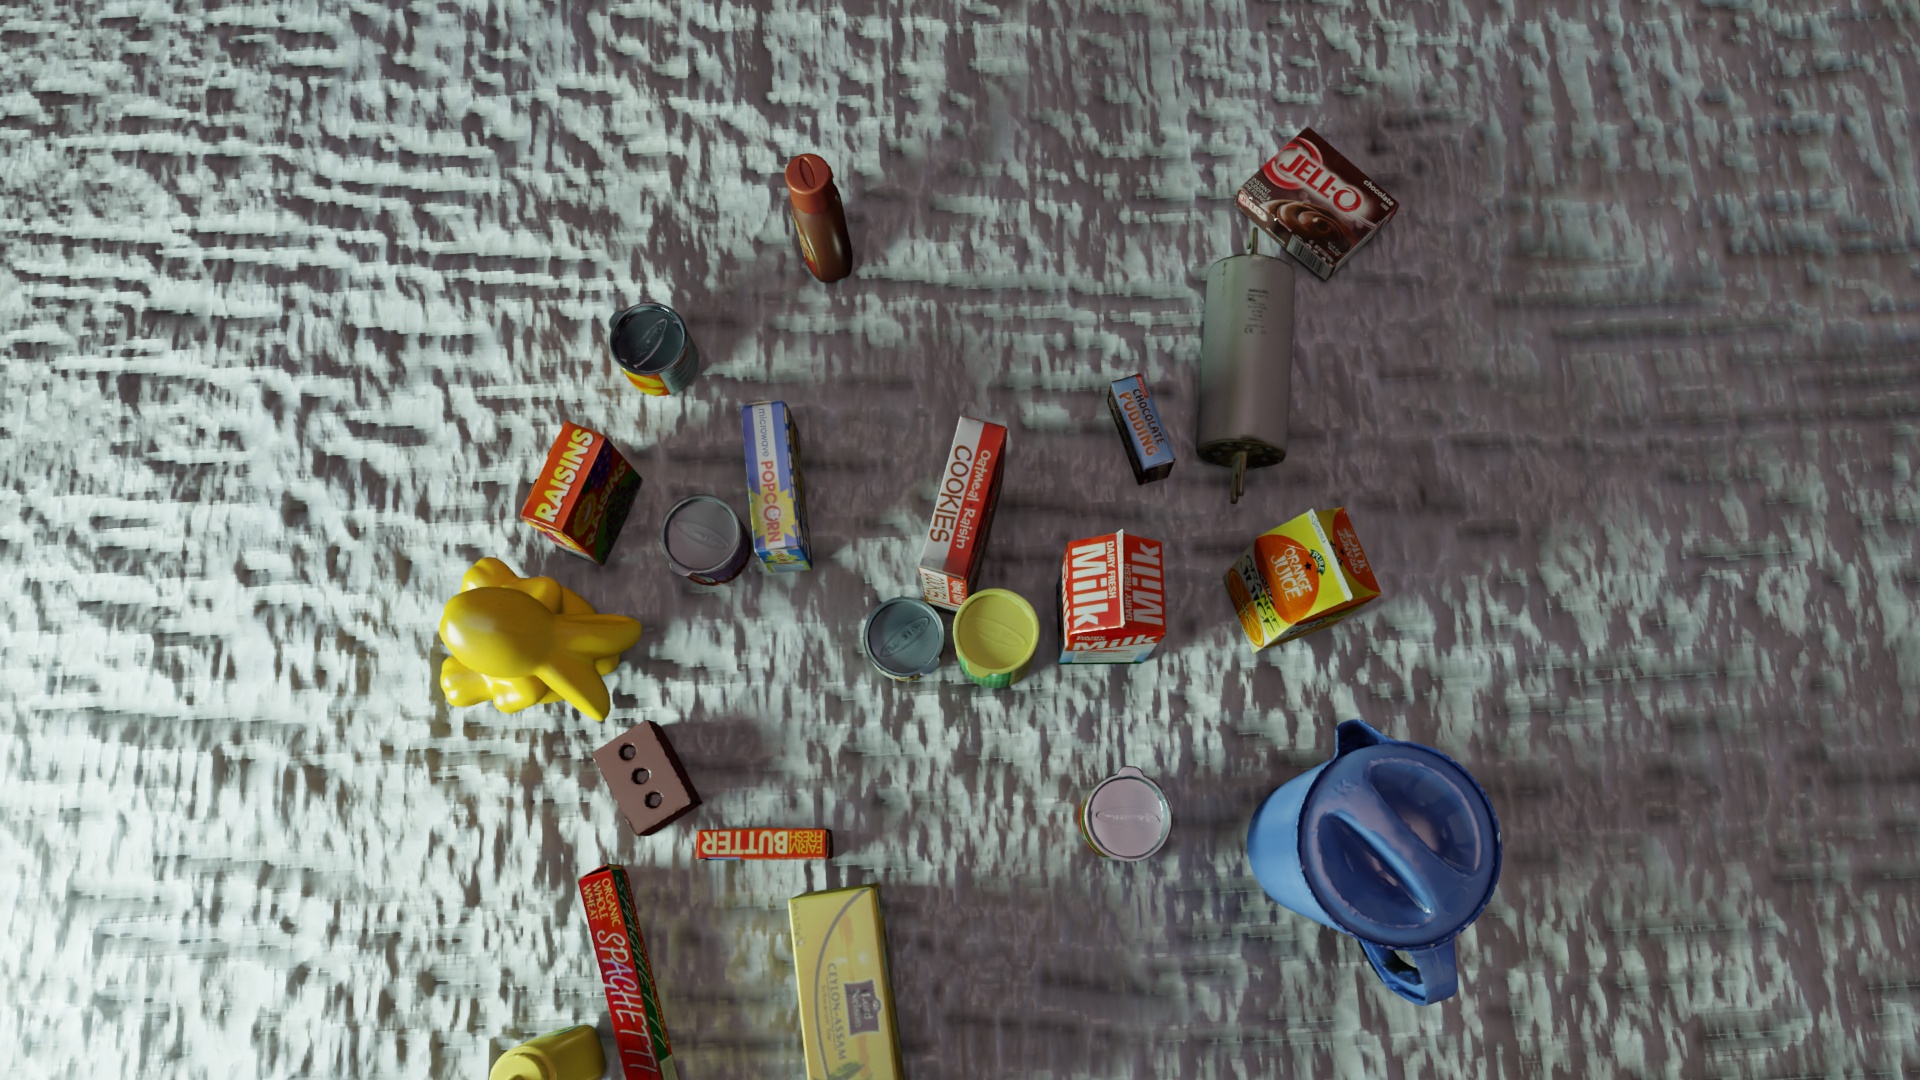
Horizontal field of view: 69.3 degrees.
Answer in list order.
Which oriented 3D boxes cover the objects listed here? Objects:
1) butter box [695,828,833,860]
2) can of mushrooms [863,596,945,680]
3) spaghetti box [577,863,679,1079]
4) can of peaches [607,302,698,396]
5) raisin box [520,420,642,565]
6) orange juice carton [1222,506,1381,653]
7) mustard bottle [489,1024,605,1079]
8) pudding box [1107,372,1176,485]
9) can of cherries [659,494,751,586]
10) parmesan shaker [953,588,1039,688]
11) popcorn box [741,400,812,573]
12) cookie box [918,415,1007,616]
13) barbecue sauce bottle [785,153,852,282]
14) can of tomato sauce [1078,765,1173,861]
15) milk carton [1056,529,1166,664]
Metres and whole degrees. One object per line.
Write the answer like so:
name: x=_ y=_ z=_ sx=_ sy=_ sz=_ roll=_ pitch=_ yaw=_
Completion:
butter box: x=-0.153 y=0.240 z=1.097 sx=0.103 sy=0.053 sz=0.024 roll=0 pitch=77 yaw=0
can of mushrooms: x=-0.044 y=0.083 z=1.145 sx=0.071 sy=0.033 sz=0.071 roll=0 pitch=76 yaw=0
spaghetti box: x=-0.246 y=0.374 z=1.066 sx=0.029 sy=0.050 sz=0.250 roll=-17 pitch=77 yaw=-4
can of peaches: x=-0.265 y=-0.165 z=1.195 sx=0.071 sy=0.058 sz=0.071 roll=0 pitch=76 yaw=0
raisin box: x=-0.306 y=-0.037 z=1.130 sx=0.040 sy=0.123 sz=0.086 roll=21 pitch=78 yaw=5
orange juice carton: x=0.264 y=0.030 z=1.074 sx=0.073 sy=0.192 sz=0.072 roll=-19 pitch=77 yaw=-4
mustard bottle: x=-0.305 y=0.386 z=1.007 sx=0.065 sy=0.160 sz=0.049 roll=-20 pitch=77 yaw=-4
pudding box: x=0.153 y=-0.094 z=1.179 sx=0.030 sy=0.049 sz=0.084 roll=-18 pitch=77 yaw=-4
can of cherries: x=-0.212 y=0.003 z=1.153 sx=0.071 sy=0.058 sz=0.071 roll=0 pitch=76 yaw=0
parmesan shaker: x=0.027 y=0.083 z=1.109 sx=0.071 sy=0.103 sz=0.071 roll=0 pitch=77 yaw=1
popcorn box: x=-0.151 y=-0.043 z=1.150 sx=0.038 sy=0.085 sz=0.127 roll=-7 pitch=76 yaw=-1
cookie box: x=0.004 y=-0.014 z=1.100 sx=0.040 sy=0.167 sz=0.123 roll=14 pitch=77 yaw=4
barbecue sauce bottle: x=-0.120 y=-0.276 z=1.175 sx=0.044 sy=0.148 sz=0.065 roll=-18 pitch=77 yaw=-3
can of tomato sauce: x=0.127 y=0.215 z=1.086 sx=0.071 sy=0.083 sz=0.071 roll=0 pitch=77 yaw=1
milk carton: x=0.115 y=0.047 z=1.072 sx=0.073 sy=0.190 sz=0.072 roll=-1 pitch=77 yaw=0
